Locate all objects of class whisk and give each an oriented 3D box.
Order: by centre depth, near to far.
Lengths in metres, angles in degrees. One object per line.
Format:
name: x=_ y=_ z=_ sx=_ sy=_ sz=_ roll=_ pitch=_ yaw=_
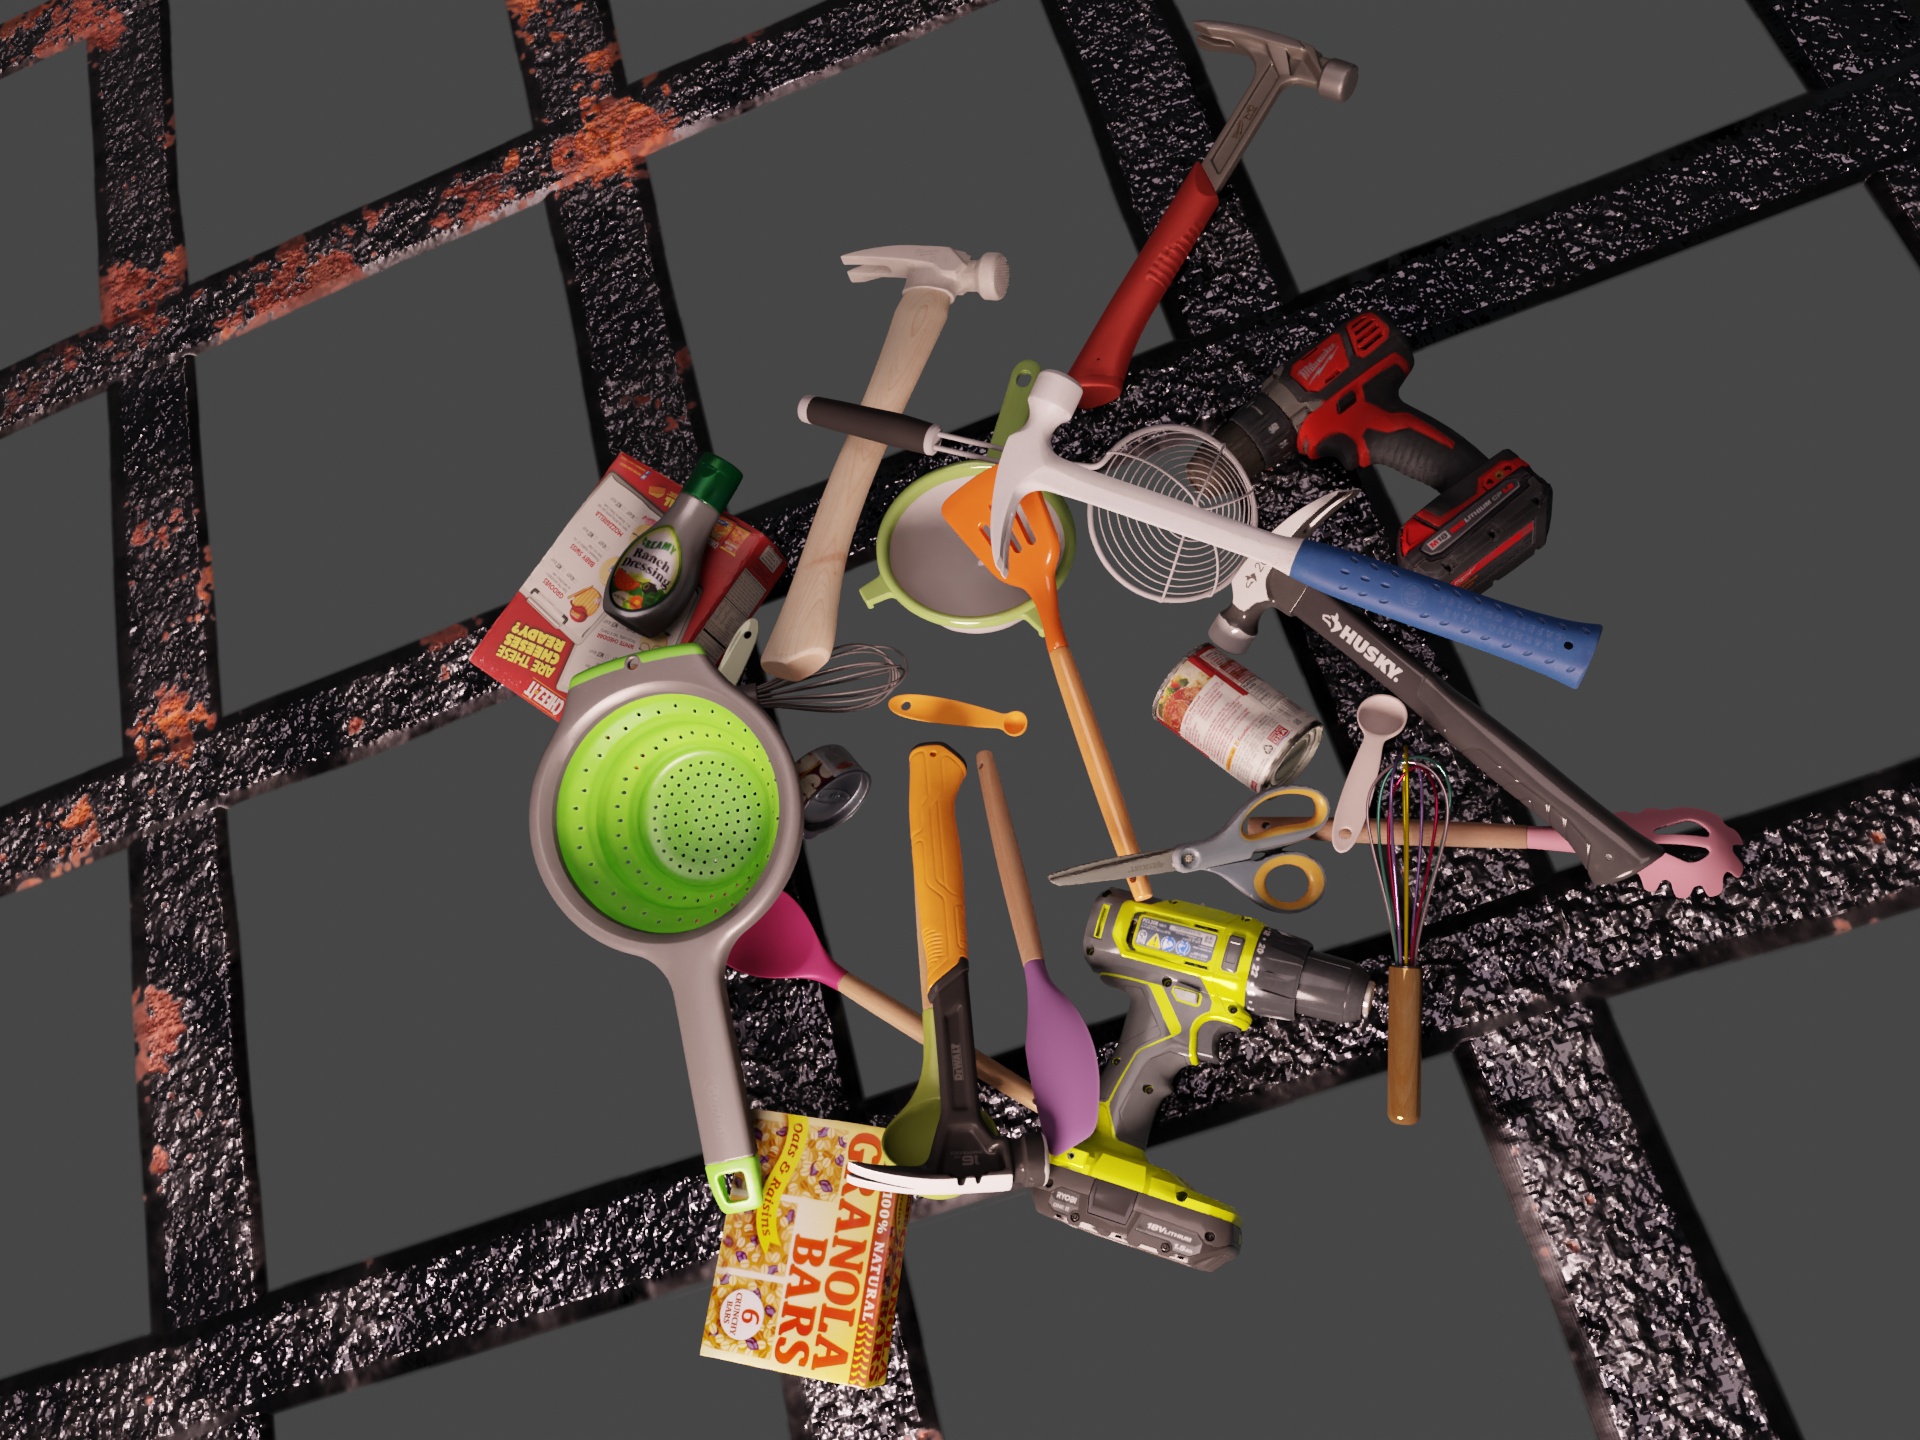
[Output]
whisk: x=0.292 y=0.138 z=1.037 sx=0.051 sy=0.047 sz=0.245 roll=3 pitch=86 yaw=-15
whisk: x=-0.157 y=-0.020 z=1.216 sx=0.239 sy=0.055 sz=0.055 roll=-10 pitch=67 yaw=-5

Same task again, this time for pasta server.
pasta server: x=0.353 y=0.079 z=1.070 sx=0.316 sy=0.040 sz=0.060 roll=1 pitch=71 yaw=21

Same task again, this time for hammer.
hammer: x=0.208 y=-0.105 z=1.044 sx=0.405 sy=0.035 sz=0.144 roll=22 pitch=84 yaw=16
hammer: x=0.320 y=-0.016 z=1.056 sx=0.335 sy=0.035 sz=0.146 roll=44 pitch=124 yaw=25
hammer: x=-0.018 y=0.157 z=1.089 sx=0.127 sy=0.034 sz=0.337 roll=-1 pitch=53 yaw=-5
hammer: x=-0.085 y=-0.216 z=1.268 sx=0.146 sy=0.038 sz=0.411 roll=8 pitch=64 yaw=21
hammer: x=0.175 y=-0.412 z=1.295 sx=0.149 sy=0.036 sz=0.359 roll=27 pitch=80 yaw=24

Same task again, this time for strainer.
strainer: x=0.027 y=-0.165 z=1.240 sx=0.151 sy=0.069 sz=0.256 roll=10 pitch=62 yaw=12

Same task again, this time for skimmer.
skimmer: x=0.042 y=-0.185 z=1.190 sx=0.363 sy=0.090 sz=0.127 roll=19 pitch=84 yaw=28

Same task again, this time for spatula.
spatula: x=0.047 y=0.145 z=1.097 sx=0.059 sy=0.018 sz=0.316 roll=-42 pitch=43 yaw=30
spatula: x=0.071 y=-0.028 z=1.108 sx=0.081 sy=0.041 sz=0.323 roll=-28 pitch=70 yaw=30

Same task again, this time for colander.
colander: x=-0.184 y=0.148 z=1.151 sx=0.204 sy=0.094 sz=0.397 roll=-14 pitch=81 yaw=10

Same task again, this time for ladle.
ladle: x=-0.021 y=0.174 z=1.115 sx=0.078 sy=0.062 sz=0.320 roll=-4 pitch=61 yaw=0

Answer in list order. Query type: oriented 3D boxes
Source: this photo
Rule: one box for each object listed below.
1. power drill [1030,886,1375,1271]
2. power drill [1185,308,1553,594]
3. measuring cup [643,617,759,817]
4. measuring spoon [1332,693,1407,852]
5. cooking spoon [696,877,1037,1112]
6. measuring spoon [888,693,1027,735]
power drill: x=0.155 y=0.235 z=1.045 sx=0.190 sy=0.080 sz=0.229 roll=12 pitch=72 yaw=22
power drill: x=0.292 y=-0.176 z=1.154 sx=0.188 sy=0.080 sz=0.227 roll=-37 pitch=62 yaw=1
measuring cup: x=-0.190 y=0.000 z=1.256 sx=0.083 sy=0.038 sz=0.168 roll=16 pitch=74 yaw=21
measuring spoon: x=0.280 y=0.038 z=1.101 sx=0.034 sy=0.018 sz=0.124 roll=14 pitch=67 yaw=22
cooking spoon: x=-0.065 y=0.202 z=1.154 sx=0.319 sy=0.017 sz=0.069 roll=27 pitch=78 yaw=24
measuring spoon: x=-0.002 y=-0.004 z=1.216 sx=0.117 sy=0.011 sz=0.021 roll=9 pitch=73 yaw=23
